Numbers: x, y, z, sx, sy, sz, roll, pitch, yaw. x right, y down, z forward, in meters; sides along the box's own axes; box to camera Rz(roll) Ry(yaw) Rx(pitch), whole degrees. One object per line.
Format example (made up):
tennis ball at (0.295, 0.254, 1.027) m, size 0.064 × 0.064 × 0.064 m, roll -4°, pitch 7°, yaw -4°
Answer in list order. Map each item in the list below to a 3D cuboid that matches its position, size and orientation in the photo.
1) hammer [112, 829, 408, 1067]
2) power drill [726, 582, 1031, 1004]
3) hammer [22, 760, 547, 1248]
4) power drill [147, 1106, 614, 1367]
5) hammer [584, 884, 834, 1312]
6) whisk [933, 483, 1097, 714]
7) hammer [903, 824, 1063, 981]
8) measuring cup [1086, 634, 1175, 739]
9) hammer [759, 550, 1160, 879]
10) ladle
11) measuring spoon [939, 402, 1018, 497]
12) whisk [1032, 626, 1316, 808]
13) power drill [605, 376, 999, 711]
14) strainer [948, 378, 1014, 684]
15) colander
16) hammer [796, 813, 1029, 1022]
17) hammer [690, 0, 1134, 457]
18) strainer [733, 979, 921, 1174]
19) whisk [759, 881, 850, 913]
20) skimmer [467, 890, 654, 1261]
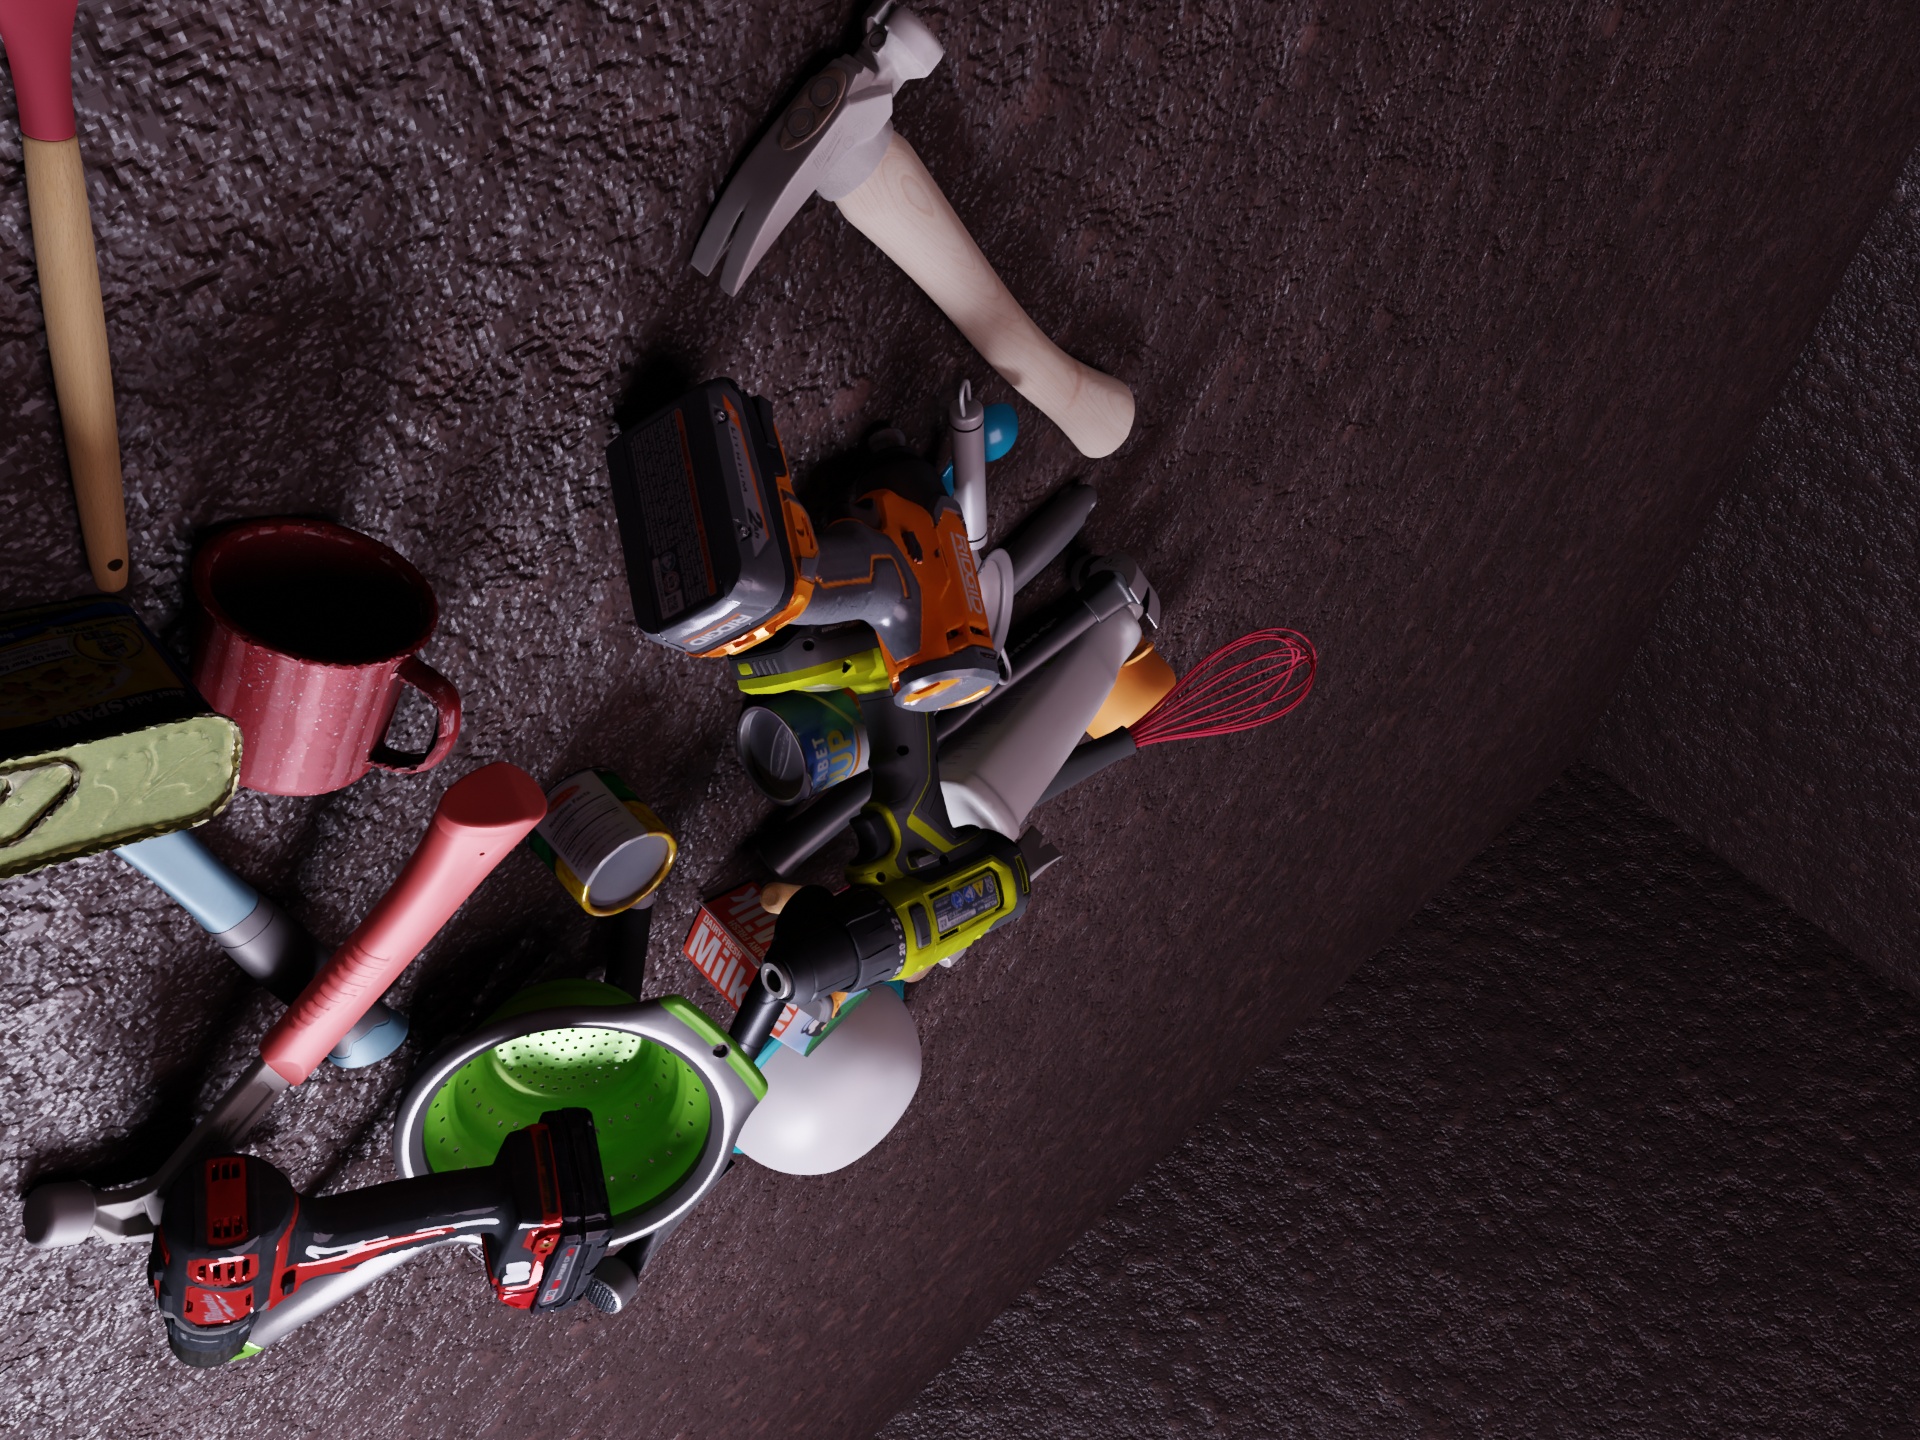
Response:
hammer at (-0.348, 0.098, 0.769) m, size 0.128 × 0.033 × 0.330 m, roll -39°, pitch 153°, yaw -17°
power drill at (-0.058, 0.043, 0.938) m, size 0.190 × 0.080 × 0.228 m, roll -20°, pitch 99°, yaw -43°
hammer at (-0.316, 0.152, 0.802) m, size 0.359 × 0.037 × 0.149 m, roll -45°, pitch 151°, yaw 20°
power drill at (-0.323, 0.294, 0.878) m, size 0.226 × 0.080 × 0.187 m, roll 0°, pitch 139°, yaw -28°
hammer at (-0.161, 0.253, 1.092) m, size 0.149 × 0.036 × 0.408 m, roll -45°, pitch 166°, yaw -51°
whisk at (0.014, -0.075, 1.083) m, size 0.239 × 0.055 × 0.055 m, roll -48°, pitch 155°, yaw -13°
hammer at (-0.004, 0.158, 1.217) m, size 0.130 × 0.031 × 0.331 m, roll -42°, pitch 175°, yaw -21°
measuring cup at (0.142, -0.026, 1.263) m, size 0.095 × 0.052 × 0.173 m, roll -45°, pitch -179°, yaw -12°
hammer at (-0.002, -0.004, 1.107) m, size 0.335 × 0.035 × 0.146 m, roll -39°, pitch -163°, yaw -6°
ladle at (-0.286, -0.164, 0.509) m, size 0.069 × 0.031 × 0.315 m, roll -23°, pitch 146°, yaw -38°
measuring spoon at (-0.001, -0.140, 0.959) m, size 0.042 × 0.021 × 0.128 m, roll -14°, pitch 154°, yaw -39°
whisk at (0.145, 0.007, 1.211) m, size 0.296 × 0.073 × 0.073 m, roll -25°, pitch 149°, yaw -10°
power drill at (-0.071, -0.098, 0.820) m, size 0.084 × 0.164 × 0.226 m, roll -23°, pitch 161°, yaw 30°
strainer at (0.006, -0.108, 0.954) m, size 0.258 × 0.050 × 0.087 m, roll 87°, pitch 25°, yaw -55°
colander at (-0.315, 0.273, 1.005) m, size 0.397 × 0.095 × 0.204 m, roll -32°, pitch 124°, yaw 5°
hammer at (-0.019, 0.110, 1.204) m, size 0.337 × 0.034 × 0.127 m, roll -44°, pitch 159°, yaw -47°
hammer at (0.008, -0.220, 0.881) m, size 0.146 × 0.038 × 0.410 m, roll -50°, pitch 155°, yaw 7°
strainer at (-0.061, 0.284, 1.405) m, size 0.340 × 0.095 × 0.210 m, roll -45°, pitch 154°, yaw -4°
whisk at (-0.089, 0.138, 1.176) m, size 0.051 × 0.047 × 0.244 m, roll -31°, pitch 164°, yaw 9°
skimmer at (-0.268, 0.249, 1.110) m, size 0.127 × 0.090 × 0.363 m, roll -13°, pitch 127°, yaw -43°
